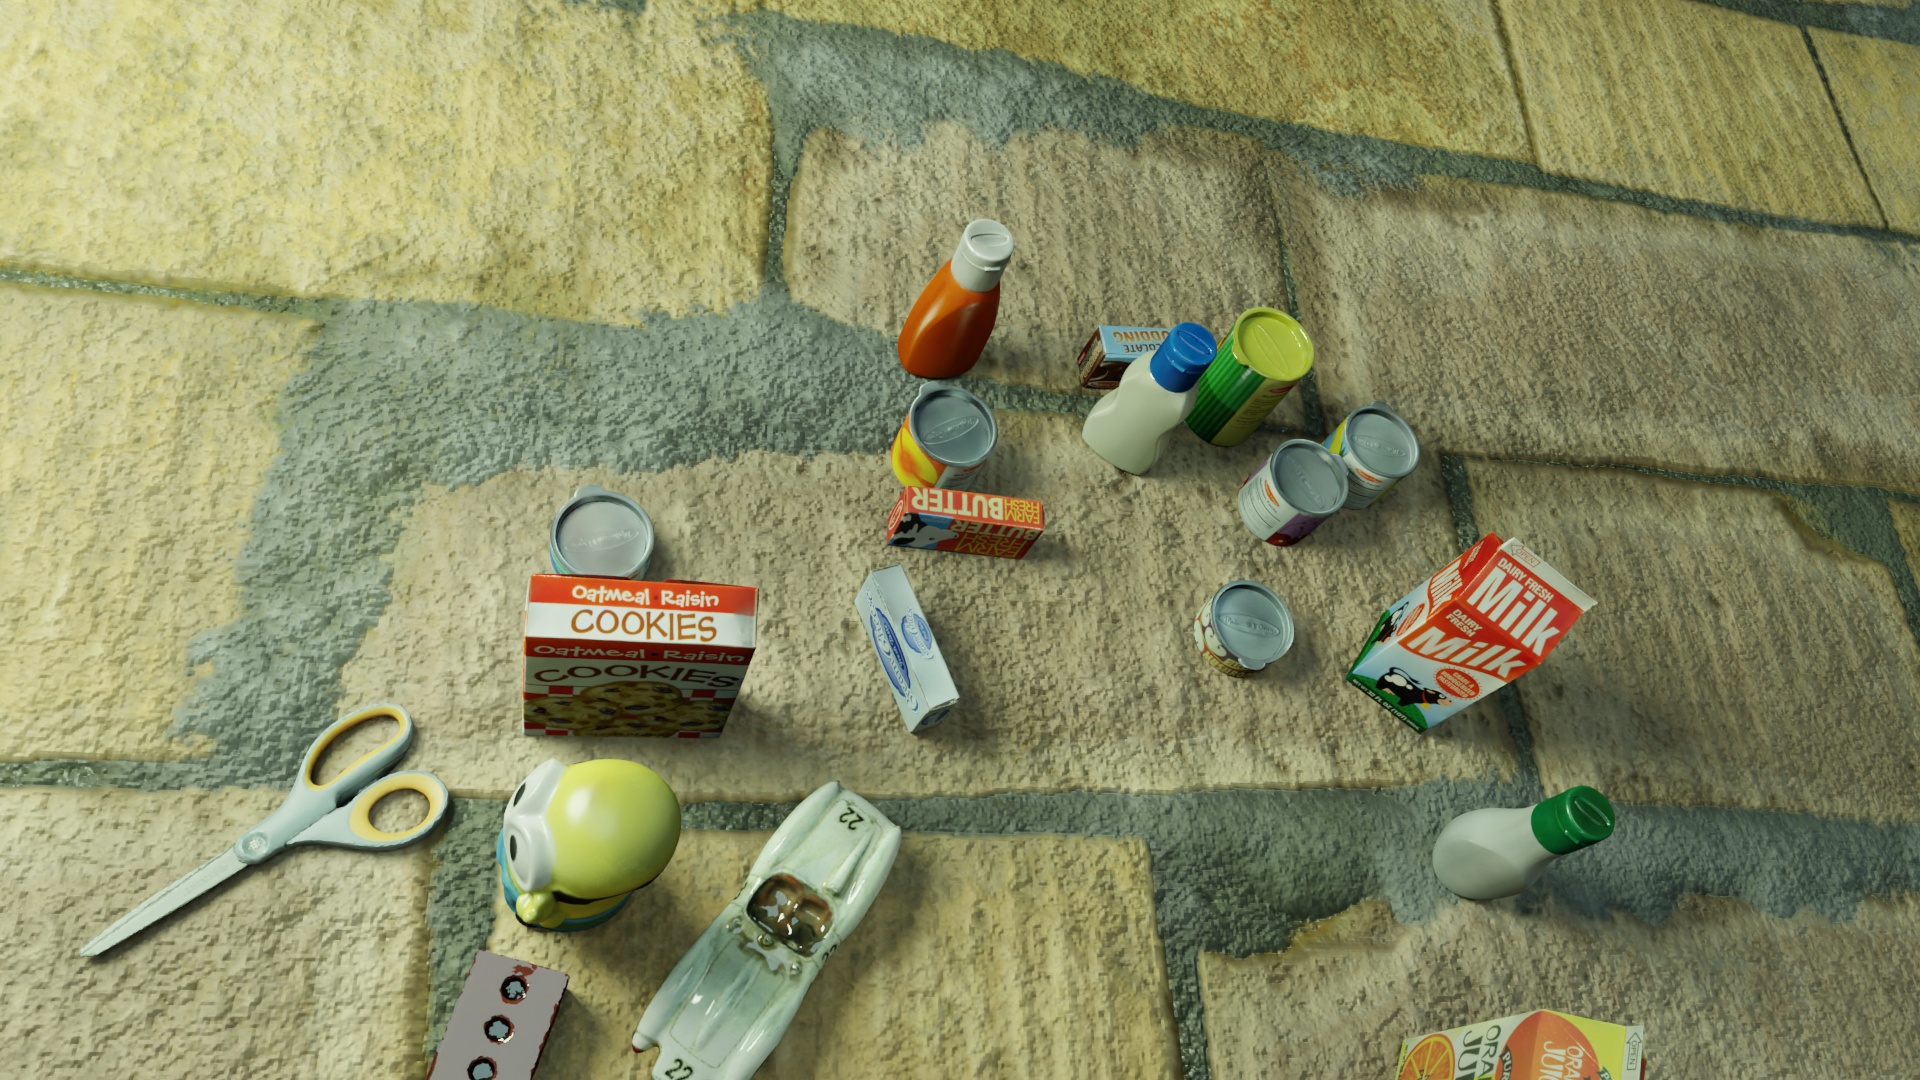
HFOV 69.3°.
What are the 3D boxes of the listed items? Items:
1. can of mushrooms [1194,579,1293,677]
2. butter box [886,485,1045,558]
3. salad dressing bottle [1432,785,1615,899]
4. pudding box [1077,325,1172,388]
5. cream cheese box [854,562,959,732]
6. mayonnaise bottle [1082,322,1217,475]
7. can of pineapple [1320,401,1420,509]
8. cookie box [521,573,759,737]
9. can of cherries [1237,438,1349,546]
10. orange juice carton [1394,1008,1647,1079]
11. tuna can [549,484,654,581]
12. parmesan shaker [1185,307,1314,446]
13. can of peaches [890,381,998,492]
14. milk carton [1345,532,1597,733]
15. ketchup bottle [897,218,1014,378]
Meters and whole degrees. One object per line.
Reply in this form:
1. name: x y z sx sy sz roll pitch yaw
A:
1. can of mushrooms: 0.208 0.068 1.024 0.071 0.033 0.071 7 62 -14
2. butter box: 0.004 -0.012 0.988 0.103 0.053 0.024 6 63 -15
3. salad dressing bottle: 0.381 0.205 0.944 0.064 0.147 0.044 41 60 5
4. pudding box: 0.140 -0.144 1.101 0.084 0.049 0.030 -1 65 -18
5. cream cheese box: -0.037 0.073 0.931 0.024 0.053 0.104 -16 70 -24
6. mayonnaise bottle: 0.142 -0.105 1.025 0.065 0.147 0.041 34 59 1
7. can of pineapple: 0.325 -0.067 1.116 0.071 0.057 0.071 7 62 -14
8. cookie box: -0.192 0.071 0.815 0.123 0.166 0.040 4 63 -16
9. can of cherries: 0.260 -0.037 1.079 0.071 0.058 0.072 7 62 -14
10. orange juice carton: 0.342 0.338 0.837 0.073 0.191 0.072 27 59 -3
11. tuna can: -0.237 0.001 0.915 0.071 0.032 0.071 7 62 -14
12. parmesan shaker: 0.219 -0.126 1.086 0.071 0.102 0.071 7 62 -14
13. can of peaches: -0.014 -0.072 1.009 0.071 0.057 0.071 7 62 -14
14. milk carton: 0.362 0.061 0.986 0.072 0.189 0.074 38 59 3
15. ketchup bottle: 0.000 -0.174 1.013 0.065 0.148 0.043 -7 67 -21
